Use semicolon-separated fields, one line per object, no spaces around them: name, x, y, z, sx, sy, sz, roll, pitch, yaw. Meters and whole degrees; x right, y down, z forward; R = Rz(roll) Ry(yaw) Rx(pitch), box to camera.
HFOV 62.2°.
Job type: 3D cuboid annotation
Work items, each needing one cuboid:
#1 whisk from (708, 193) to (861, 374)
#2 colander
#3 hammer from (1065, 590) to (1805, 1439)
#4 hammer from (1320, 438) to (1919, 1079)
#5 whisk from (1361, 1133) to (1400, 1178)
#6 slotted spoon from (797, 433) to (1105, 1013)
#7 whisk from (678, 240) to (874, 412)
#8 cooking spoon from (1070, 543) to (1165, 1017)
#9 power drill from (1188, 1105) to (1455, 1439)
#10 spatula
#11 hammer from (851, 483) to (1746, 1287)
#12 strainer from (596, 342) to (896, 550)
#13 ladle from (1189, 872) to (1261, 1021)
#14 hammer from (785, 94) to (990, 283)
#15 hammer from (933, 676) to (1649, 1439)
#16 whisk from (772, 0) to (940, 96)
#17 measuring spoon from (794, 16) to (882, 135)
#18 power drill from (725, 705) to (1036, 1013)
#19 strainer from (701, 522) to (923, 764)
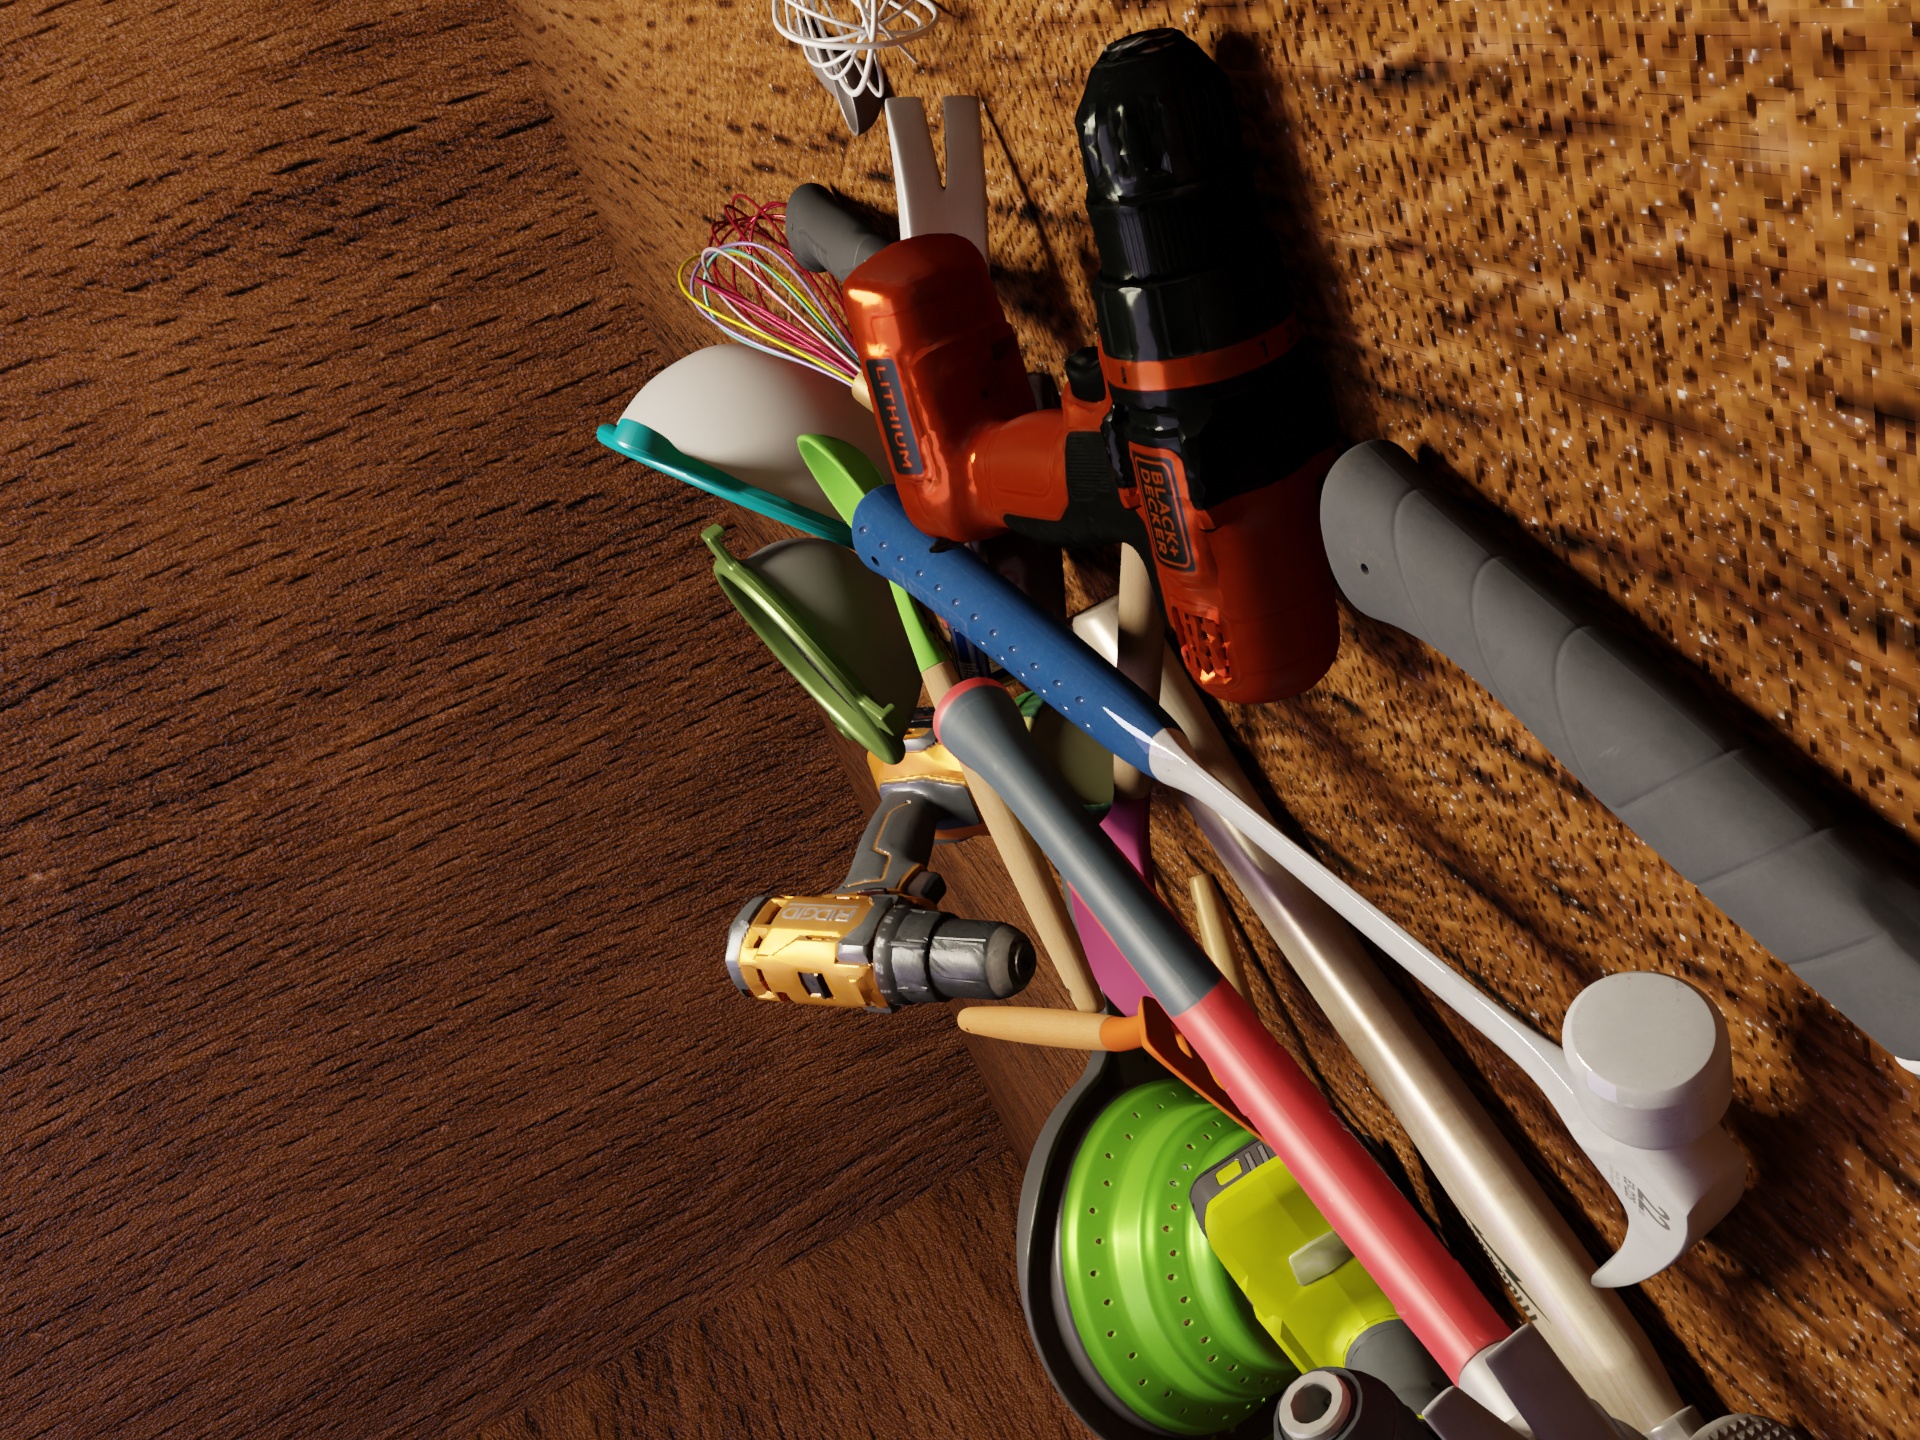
whisk;-0.061;-0.206;0.885;0.296;0.073;0.073;52;166;32
colander;0.118;0.189;0.820;0.094;0.204;0.397;-26;72;49
hammer;0.150;0.111;0.595;0.411;0.038;0.146;59;172;32
hammer;0.181;0.064;0.259;0.409;0.036;0.149;56;168;44
whisk;0.212;0.293;0.729;0.055;0.055;0.239;-147;36;-74
slotted spoon;-0.001;-0.002;0.771;0.070;0.031;0.314;126;120;-80
whisk;-0.066;-0.184;0.827;0.245;0.047;0.051;41;118;27
cooking spoon;0.068;0.007;0.617;0.069;0.017;0.318;44;148;41
power drill;0.153;0.244;0.570;0.190;0.080;0.229;52;-171;-18
spatula;0.054;0.147;0.715;0.081;0.041;0.322;38;161;-11
hammer;0.077;0.022;0.522;0.406;0.035;0.143;43;168;45
strainer;-0.116;-0.172;0.911;0.211;0.095;0.340;24;-175;7
ladle;0.157;0.224;0.741;0.069;0.031;0.315;96;159;-77
hammer;-0.042;-0.213;0.723;0.335;0.035;0.146;-120;27;-62
hammer;0.074;0.087;0.528;0.143;0.038;0.387;48;-177;-42
whisk;-0.066;-0.308;0.635;0.247;0.059;0.057;-118;19;-47
measuring spoon;-0.056;-0.299;0.721;0.124;0.018;0.034;-115;8;-49
power drill;-0.011;0.083;0.944;0.185;0.226;0.084;-2;125;31
strainer;-0.062;-0.039;0.937;0.151;0.069;0.256;46;173;11
